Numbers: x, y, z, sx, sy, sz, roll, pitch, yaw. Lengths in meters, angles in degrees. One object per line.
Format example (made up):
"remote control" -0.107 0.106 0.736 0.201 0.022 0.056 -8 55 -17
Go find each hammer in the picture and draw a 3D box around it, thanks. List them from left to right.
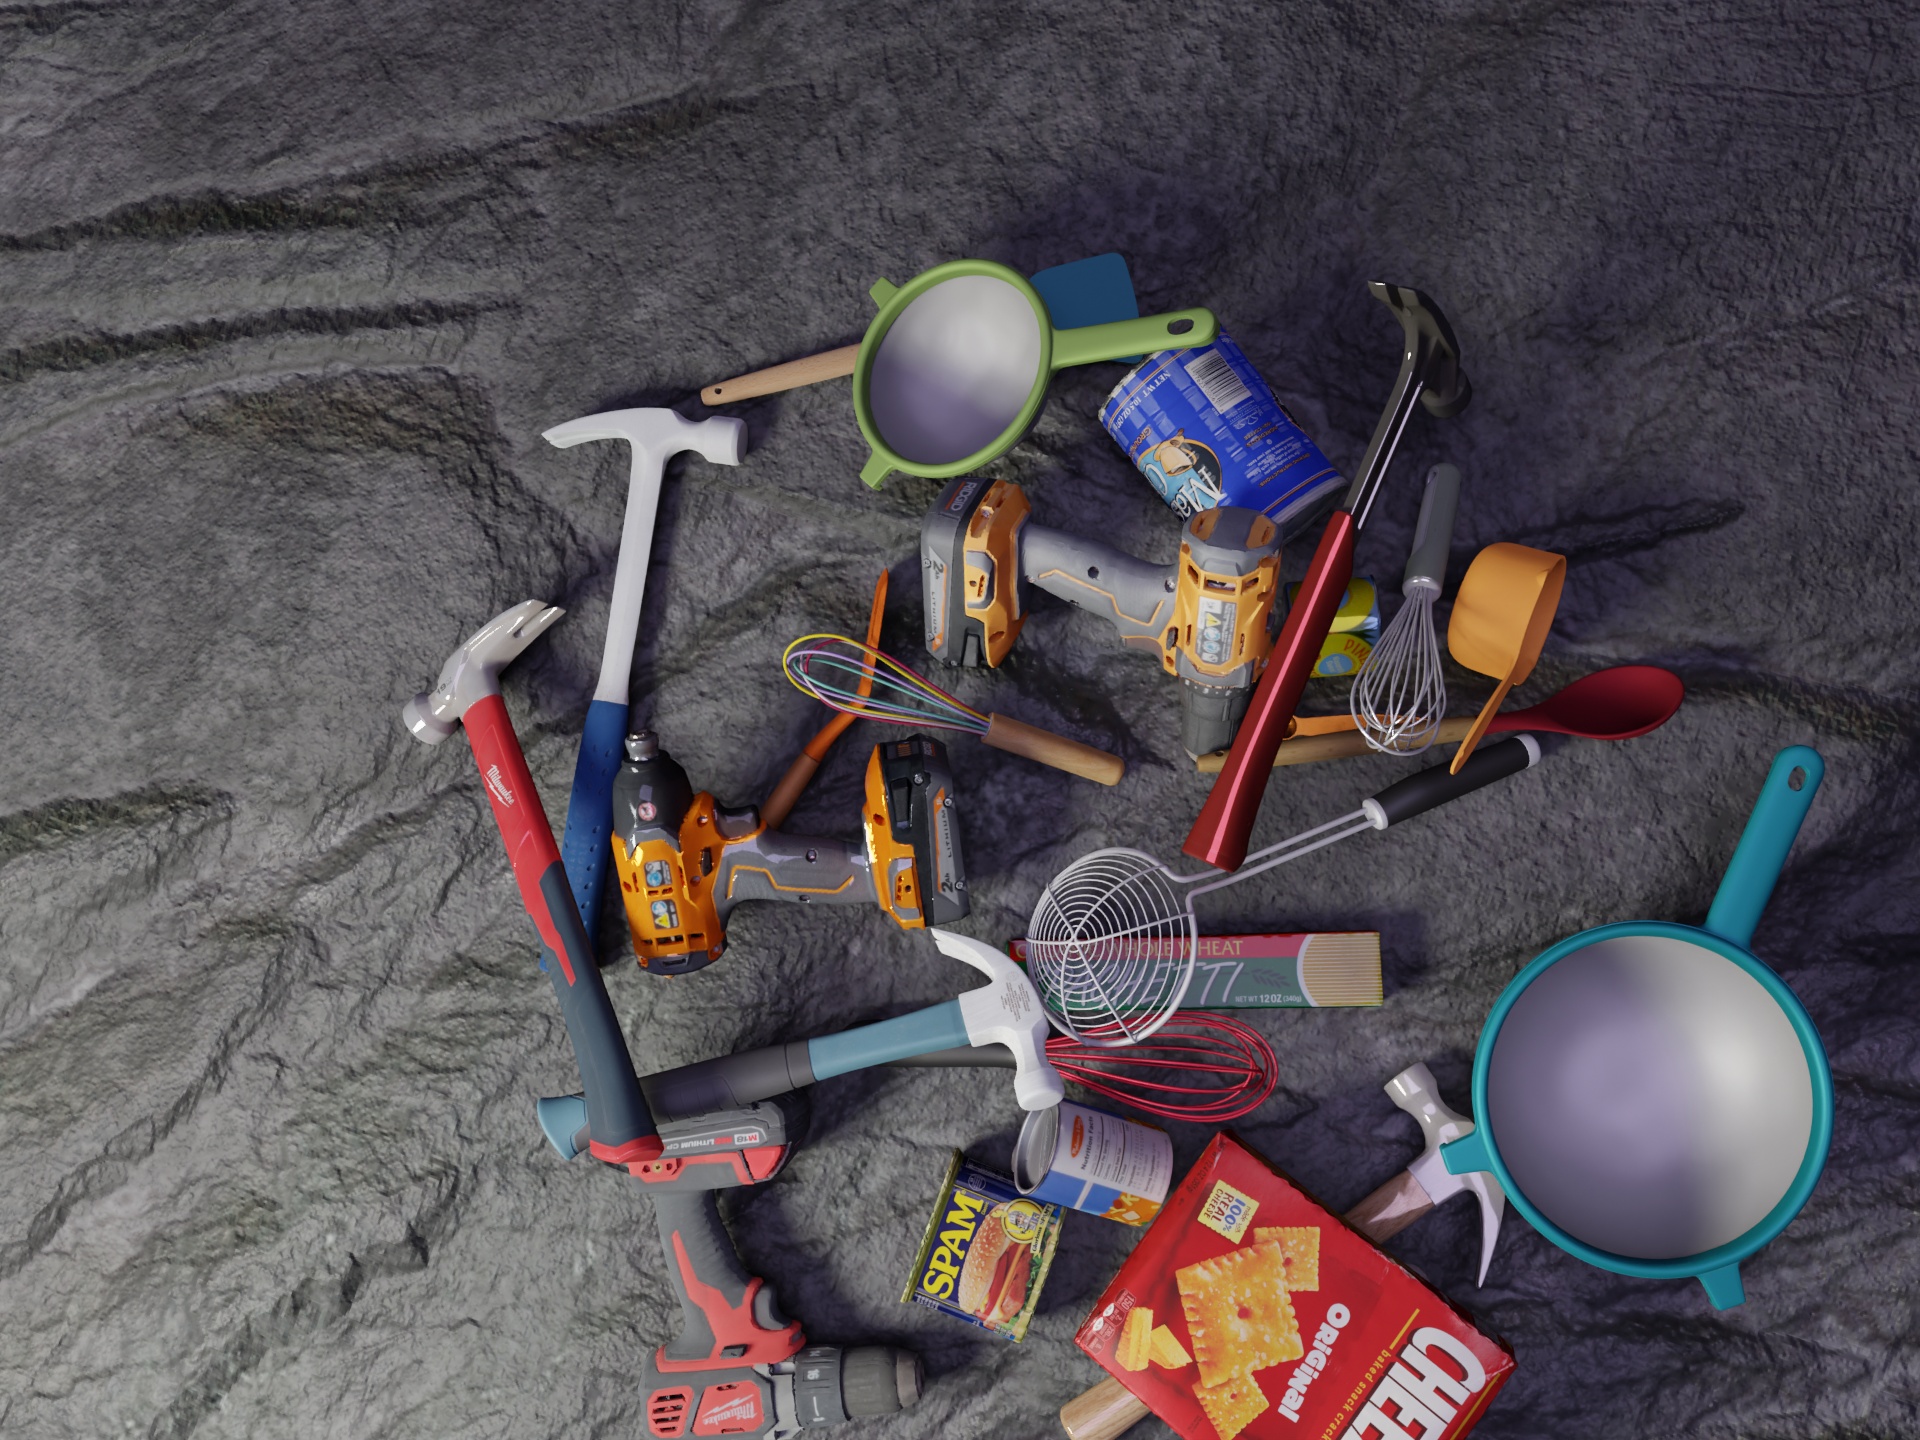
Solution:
"hammer" -0.261 0.102 1.040 0.143 0.038 0.387 -38 62 20
"hammer" -0.252 -0.024 1.128 0.144 0.035 0.405 8 85 7
"hammer" -0.108 0.221 1.015 0.331 0.033 0.128 -14 55 1
"hammer" 0.207 0.370 1.029 0.331 0.031 0.130 -38 69 4
"hammer" 0.218 -0.080 0.972 0.037 0.149 0.359 23 89 33

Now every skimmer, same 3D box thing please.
"skimmer" 0.214 0.098 1.044 0.363 0.090 0.127 -21 56 -12

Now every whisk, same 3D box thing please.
"whisk" -0.001 -0.005 1.055 0.245 0.051 0.047 19 97 -14
"whisk" 0.061 0.223 1.058 0.296 0.073 0.073 2 84 13
"whisk" 0.293 -0.077 1.017 0.059 0.057 0.246 23 56 -3

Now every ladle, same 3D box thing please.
"ladle" 0.311 0.007 1.040 0.315 0.069 0.031 -8 124 1

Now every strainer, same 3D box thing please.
"strainer" 0.054 -0.231 1.050 0.256 0.069 0.151 -3 78 27
"strainer" 0.445 0.172 0.998 0.211 0.095 0.340 26 86 6

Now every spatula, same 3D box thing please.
"spatula" -0.124 0.040 1.101 0.041 0.081 0.322 34 94 -8
"spatula" -0.032 -0.264 1.134 0.317 0.044 0.082 -11 84 10

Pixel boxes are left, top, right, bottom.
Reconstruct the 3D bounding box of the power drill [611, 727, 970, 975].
"power drill" -0.115 0.072 1.046 0.226 0.084 0.164 -8 108 -2

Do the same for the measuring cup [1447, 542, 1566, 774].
"measuring cup" 0.330 -0.041 1.018 0.052 0.095 0.174 23 64 28

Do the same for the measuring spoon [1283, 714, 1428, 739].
"measuring spoon" 0.268 0.006 1.078 0.117 0.011 0.021 2 83 3

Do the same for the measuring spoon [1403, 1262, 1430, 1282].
"measuring spoon" 0.249 0.389 1.034 0.124 0.018 0.034 -24 82 2

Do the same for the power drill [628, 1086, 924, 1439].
"power drill" -0.127 0.362 1.056 0.188 0.080 0.227 -7 86 6

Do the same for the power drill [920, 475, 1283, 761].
"power drill" 0.093 -0.063 1.047 0.226 0.185 0.084 11 41 16
